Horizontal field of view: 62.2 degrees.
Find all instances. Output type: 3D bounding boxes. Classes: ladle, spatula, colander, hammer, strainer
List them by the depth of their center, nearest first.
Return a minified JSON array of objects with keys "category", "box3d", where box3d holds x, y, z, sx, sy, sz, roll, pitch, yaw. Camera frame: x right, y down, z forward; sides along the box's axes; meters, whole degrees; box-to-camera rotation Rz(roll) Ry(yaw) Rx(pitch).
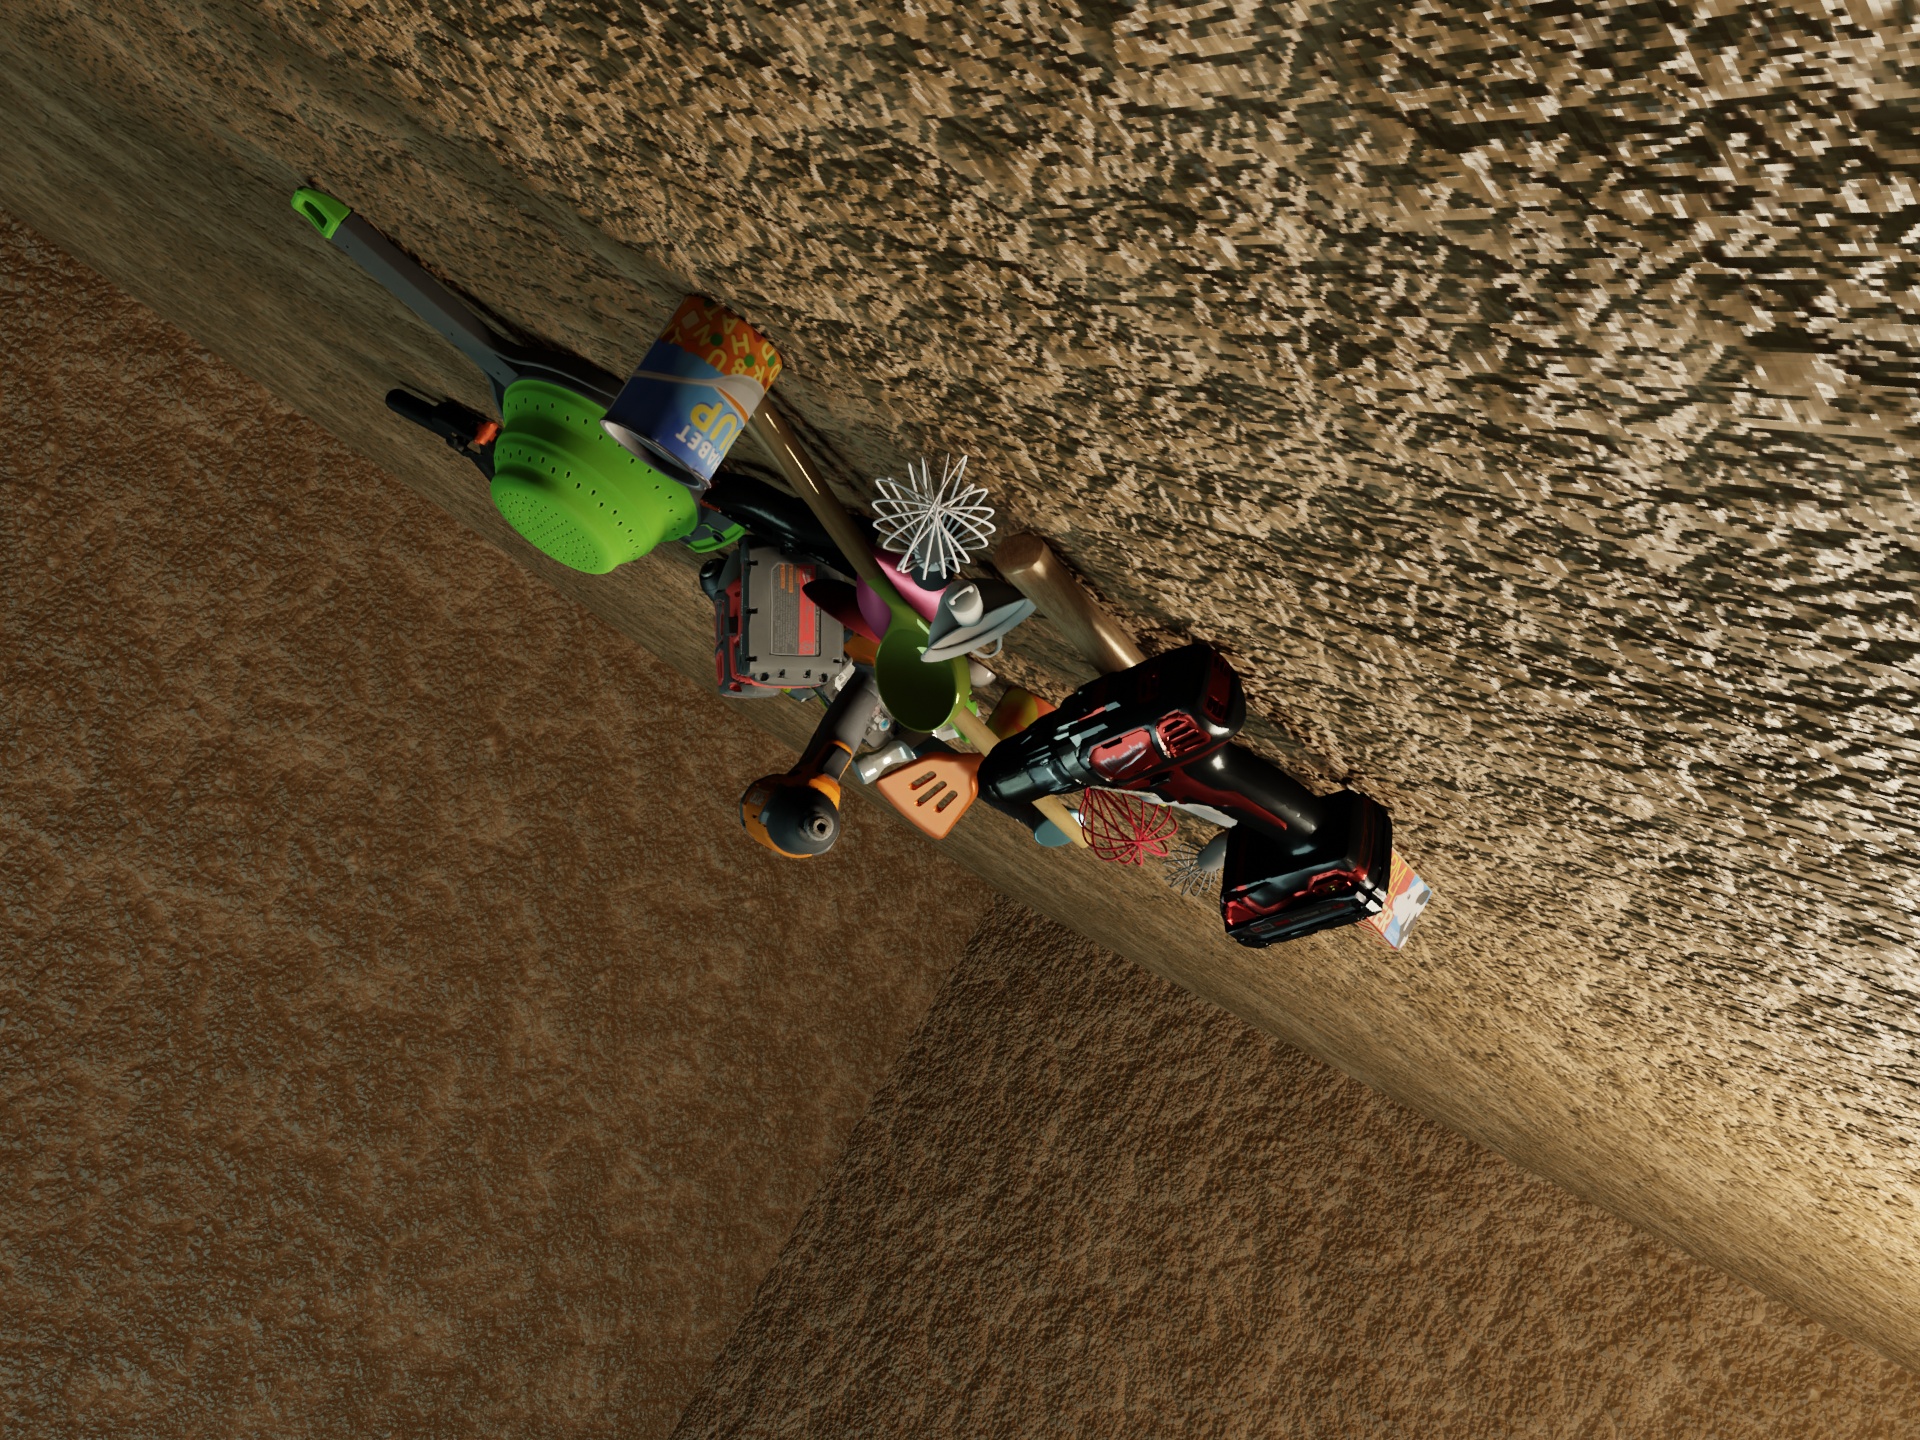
[{"category":"strainer","box3d":[0.006,-0.068,0.965,0.050,0.087,0.258,63,-178,2]},{"category":"hammer","box3d":[0.120,-0.015,1.013,0.130,0.031,0.331,10,157,44]},{"category":"ladle","box3d":[-0.076,-0.103,1.024,0.078,0.062,0.319,16,154,37]},{"category":"colander","box3d":[-0.347,-0.228,1.189,0.396,0.094,0.204,40,156,-22]},{"category":"ladle","box3d":[-0.002,-0.004,1.229,0.315,0.031,0.069,45,-170,-21]},{"category":"spatula","box3d":[0.033,0.031,1.292,0.081,0.041,0.322,43,151,-11]},{"category":"hammer","box3d":[0.015,0.054,1.459,0.331,0.128,0.033,27,145,61]}]

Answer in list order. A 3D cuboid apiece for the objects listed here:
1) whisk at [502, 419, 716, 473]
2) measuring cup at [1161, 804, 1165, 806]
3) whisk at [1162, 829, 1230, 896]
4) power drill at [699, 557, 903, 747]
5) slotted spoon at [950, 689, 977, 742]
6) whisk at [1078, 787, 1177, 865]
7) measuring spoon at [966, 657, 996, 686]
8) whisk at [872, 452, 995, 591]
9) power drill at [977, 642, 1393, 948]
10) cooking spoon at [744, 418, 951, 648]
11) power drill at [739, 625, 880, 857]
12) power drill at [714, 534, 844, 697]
[{"category":"whisk","box3d":[-0.291,-0.224,1.302,0.245,0.047,0.051,24,168,28]},{"category":"measuring cup","box3d":[0.117,0.048,1.452,0.157,0.029,0.062,31,173,25]},{"category":"whisk","box3d":[0.229,0.128,1.481,0.055,0.055,0.239,31,168,4]},{"category":"power drill","box3d":[-0.158,-0.073,1.595,0.229,0.080,0.190,28,163,48]},{"category":"slotted spoon","box3d":[-0.017,-0.021,1.472,0.314,0.031,0.070,-155,42,-83]},{"category":"whisk","box3d":[0.113,0.055,1.294,0.073,0.073,0.296,34,-174,-13]},{"category":"measuring spoon","box3d":[-0.002,-0.042,1.403,0.034,0.018,0.124,34,172,-18]},{"category":"whisk","box3d":[-0.016,-0.106,0.946,0.070,0.070,0.284,32,178,0]},{"category":"power drill","box3d":[0.139,0.053,0.990,0.226,0.080,0.188,37,138,-28]},{"category":"cooking spoon","box3d":[-0.082,-0.132,1.044,0.318,0.069,0.017,49,-160,-47]},{"category":"power drill","box3d":[-0.089,0.009,1.283,0.084,0.226,0.164,34,172,-17]},{"category":"power drill","box3d":[-0.159,-0.091,1.313,0.078,0.143,0.220,1,180,-18]}]
